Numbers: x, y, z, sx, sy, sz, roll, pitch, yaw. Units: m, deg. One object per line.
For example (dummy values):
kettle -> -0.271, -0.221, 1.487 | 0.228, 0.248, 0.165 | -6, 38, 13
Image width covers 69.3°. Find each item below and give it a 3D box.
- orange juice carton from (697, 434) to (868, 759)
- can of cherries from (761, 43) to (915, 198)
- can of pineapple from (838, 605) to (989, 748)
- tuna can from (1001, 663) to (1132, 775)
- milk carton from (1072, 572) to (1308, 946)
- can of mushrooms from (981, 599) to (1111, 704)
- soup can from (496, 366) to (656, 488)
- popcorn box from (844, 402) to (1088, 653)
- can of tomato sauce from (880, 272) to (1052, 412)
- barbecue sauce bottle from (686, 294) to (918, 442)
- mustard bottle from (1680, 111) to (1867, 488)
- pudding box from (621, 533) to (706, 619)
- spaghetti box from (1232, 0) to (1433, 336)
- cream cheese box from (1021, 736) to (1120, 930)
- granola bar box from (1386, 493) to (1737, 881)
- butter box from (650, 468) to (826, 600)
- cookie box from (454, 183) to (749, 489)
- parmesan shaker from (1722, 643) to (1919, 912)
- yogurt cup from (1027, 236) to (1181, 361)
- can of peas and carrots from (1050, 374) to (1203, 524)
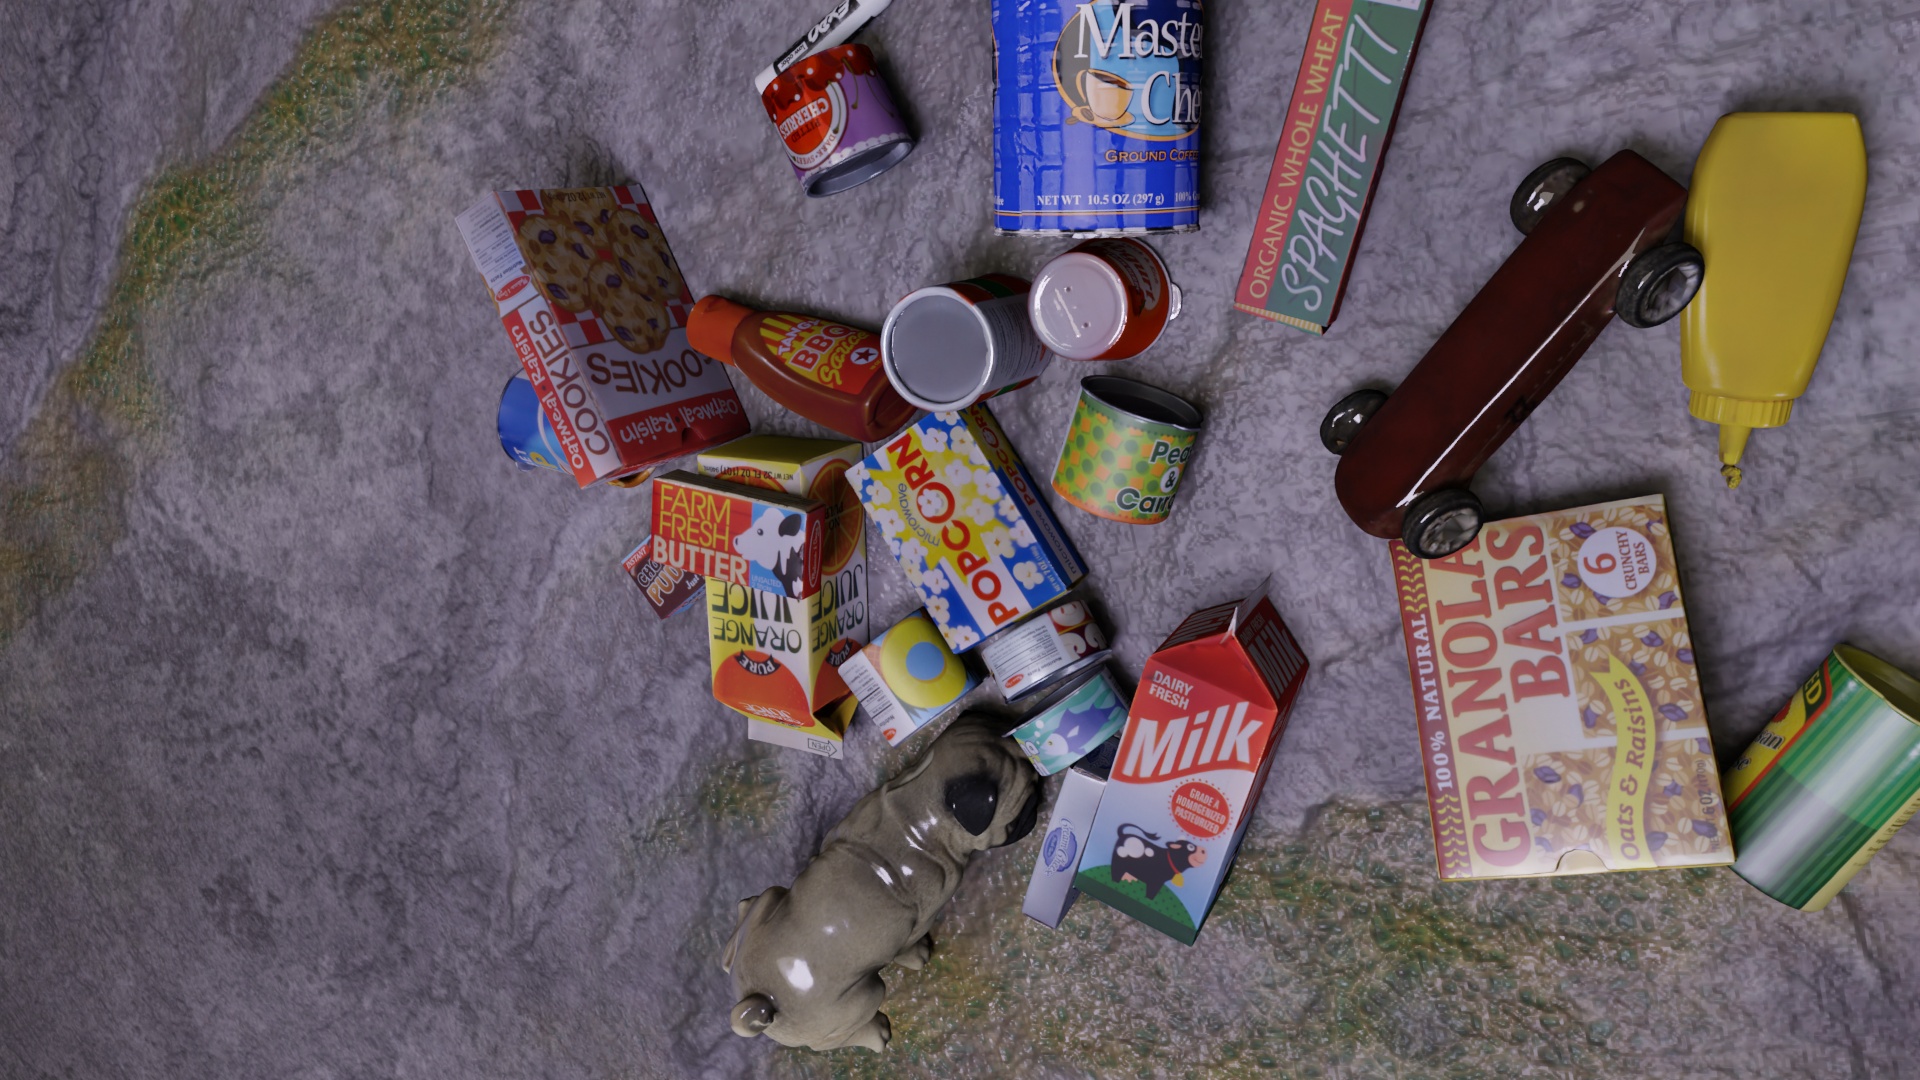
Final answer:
orange juice carton -> -0.104, 0.037, 0.836 | 0.072, 0.073, 0.192 | 6, 107, 24
can of cherries -> -0.068, -0.226, 0.749 | 0.071, 0.072, 0.058 | -23, 93, 29
can of pineapple -> -0.028, 0.079, 0.817 | 0.070, 0.071, 0.058 | -39, 85, 29
tuna can -> 0.061, 0.102, 0.776 | 0.071, 0.071, 0.033 | -36, 87, 29
milk carton -> 0.128, 0.110, 0.743 | 0.073, 0.072, 0.189 | 23, 112, 19
can of mushrooms -> 0.048, 0.062, 0.774 | 0.071, 0.071, 0.033 | -34, 77, 29
soup can -> -0.238, -0.070, 0.876 | 0.084, 0.071, 0.071 | 14, 110, 22
popcorn box -> 0.003, -0.010, 0.791 | 0.085, 0.038, 0.126 | -32, 88, 30
can of tomato sauce -> 0.003, -0.106, 0.740 | 0.071, 0.083, 0.071 | 7, 107, 24
barbecue sauce bottle -> -0.093, -0.105, 0.802 | 0.149, 0.065, 0.043 | 24, 142, 28
mustard bottle -> 0.341, -0.101, 0.597 | 0.065, 0.049, 0.159 | 9, 108, 24
pudding box -> -0.172, 0.007, 0.886 | 0.083, 0.030, 0.049 | -37, 85, 29
spaghetti box -> 0.186, -0.223, 0.651 | 0.050, 0.029, 0.249 | 20, 112, 20
cream cheese box -> 0.067, 0.166, 0.799 | 0.024, 0.053, 0.103 | 22, 112, 17
granola bar box -> 0.276, 0.071, 0.646 | 0.124, 0.039, 0.166 | -12, 75, 28
butter box -> -0.125, -0.004, 0.778 | 0.103, 0.024, 0.053 | 12, 109, 23
cookie box -> -0.203, -0.123, 0.813 | 0.040, 0.123, 0.167 | -23, 93, 30
parmesan shaker -> 0.386, 0.107, 0.618 | 0.071, 0.071, 0.102 | 34, 116, 14
yogurt cup -> 0.070, -0.123, 0.720 | 0.072, 0.054, 0.072 | 7, 107, 25
can of peas and carrots -> 0.088, -0.047, 0.724 | 0.071, 0.071, 0.058 | 24, 114, 18
